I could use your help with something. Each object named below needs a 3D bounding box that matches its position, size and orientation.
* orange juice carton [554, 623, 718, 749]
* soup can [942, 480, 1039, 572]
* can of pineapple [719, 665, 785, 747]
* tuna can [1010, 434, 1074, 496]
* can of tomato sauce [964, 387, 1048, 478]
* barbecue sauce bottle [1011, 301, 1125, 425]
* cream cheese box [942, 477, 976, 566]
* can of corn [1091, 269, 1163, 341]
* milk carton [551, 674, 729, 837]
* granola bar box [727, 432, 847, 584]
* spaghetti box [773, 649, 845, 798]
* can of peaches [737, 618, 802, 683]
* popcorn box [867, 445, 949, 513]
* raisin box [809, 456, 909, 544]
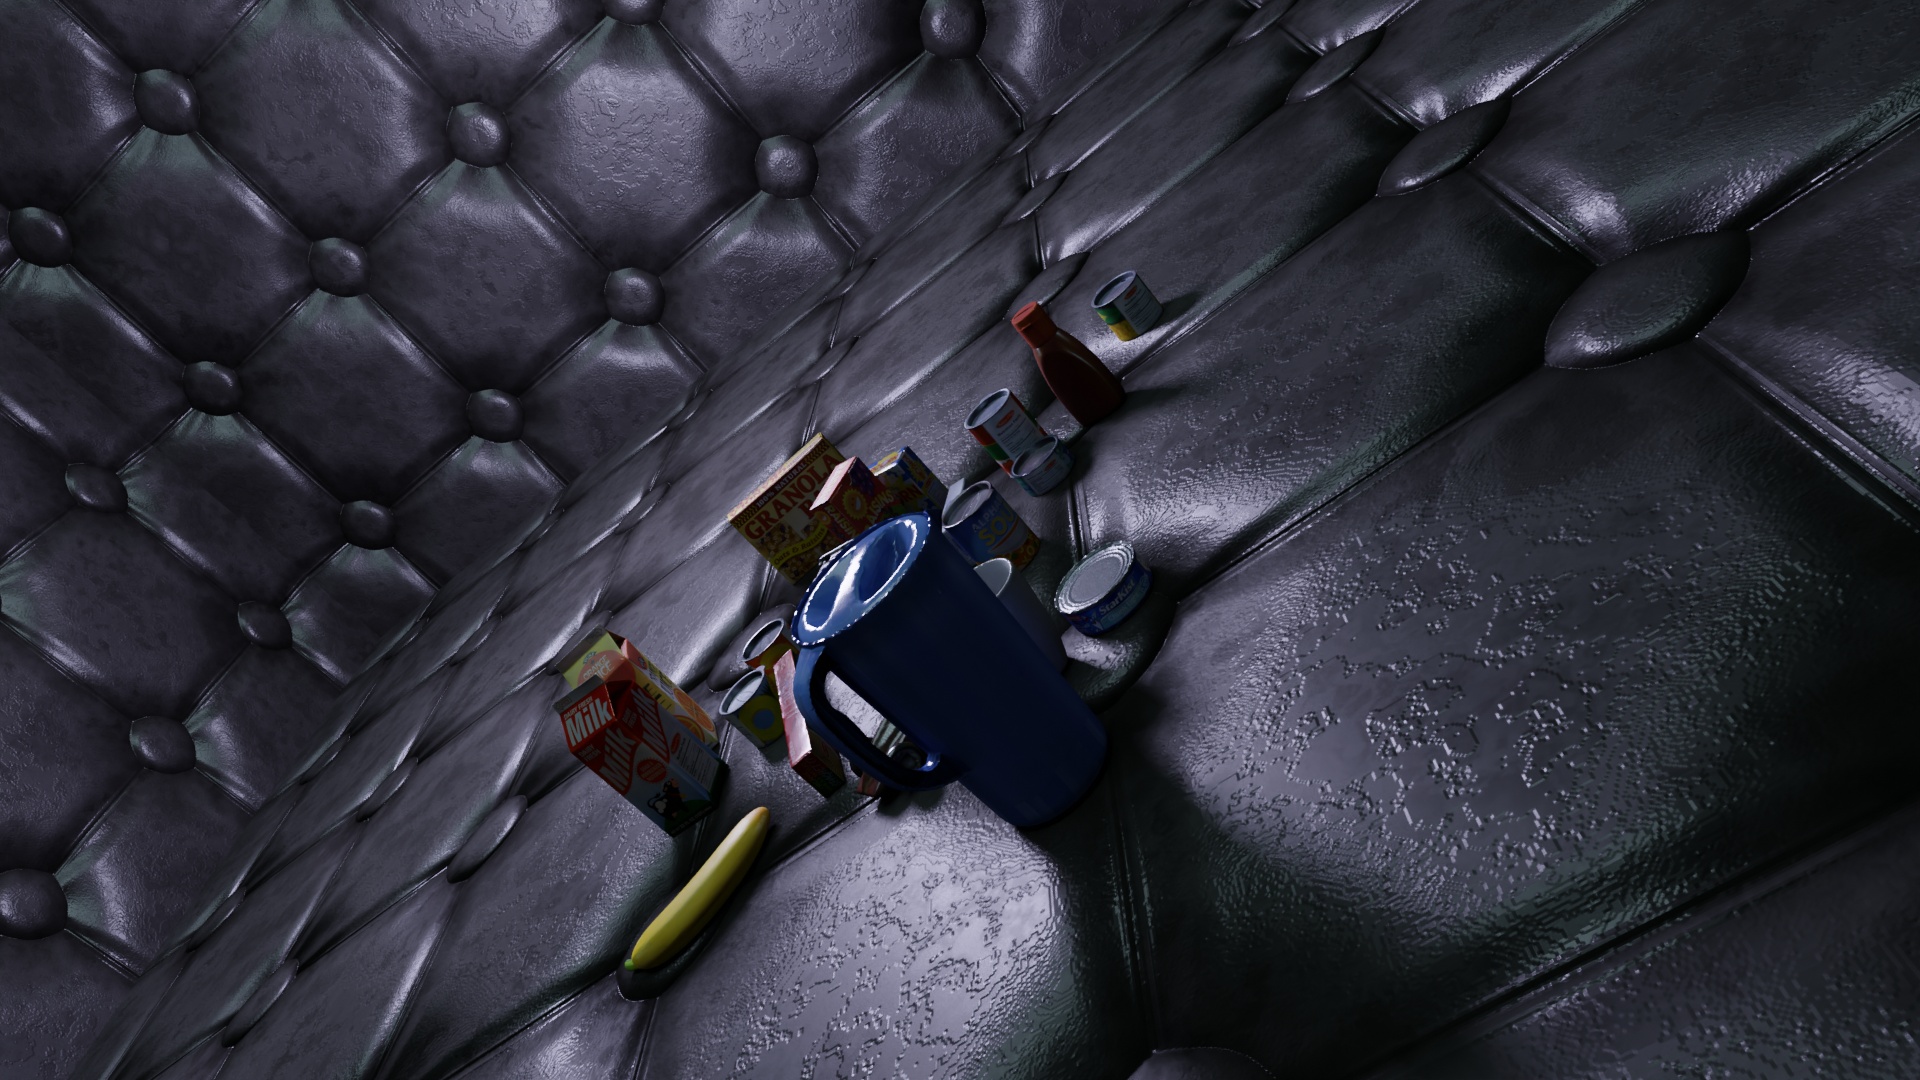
[{"bbox_3d":[-0.372,0.183,1.597,0.072,0.192,0.073,-43,21,-1],"label":"orange juice carton"},{"bbox_3d":[0.032,-0.009,1.410,0.071,0.083,0.072,-36,22,17],"label":"soup can"},{"bbox_3d":[-0.218,0.182,1.517,0.071,0.057,0.071,-36,22,17],"label":"can of pineapple"},{"bbox_3d":[0.090,-0.083,1.521,0.071,0.032,0.071,-36,22,17],"label":"tuna can"},{"bbox_3d":[0.056,-0.122,1.586,0.071,0.083,0.071,-36,22,17],"label":"can of tomato sauce"},{"bbox_3d":[0.116,-0.197,1.534,0.064,0.148,0.044,-29,25,31],"label":"barbecue sauce bottle"},{"bbox_3d":[0.005,-0.019,1.518,0.024,0.053,0.104,-31,24,27],"label":"cream cheese box"},{"bbox_3d":[0.200,-0.282,1.674,0.071,0.058,0.071,-36,22,17],"label":"can of corn"},{"bbox_3d":[-0.342,0.220,1.478,0.072,0.190,0.074,-35,22,20],"label":"milk carton"},{"bbox_3d":[-0.203,-0.041,1.824,0.165,0.124,0.039,-42,21,2],"label":"granola bar box"},{"bbox_3d":[-0.157,0.182,1.422,0.028,0.050,0.251,-41,21,4],"label":"spaghetti box"},{"bbox_3d":[-0.210,0.134,1.595,0.071,0.058,0.071,-36,22,17],"label":"can of peaches"},{"bbox_3d":[-0.087,-0.054,1.700,0.126,0.085,0.038,-25,27,38],"label":"popcorn box"},{"bbox_3d":[-0.110,-0.026,1.635,0.040,0.123,0.086,-24,28,40],"label":"raisin box"}]
